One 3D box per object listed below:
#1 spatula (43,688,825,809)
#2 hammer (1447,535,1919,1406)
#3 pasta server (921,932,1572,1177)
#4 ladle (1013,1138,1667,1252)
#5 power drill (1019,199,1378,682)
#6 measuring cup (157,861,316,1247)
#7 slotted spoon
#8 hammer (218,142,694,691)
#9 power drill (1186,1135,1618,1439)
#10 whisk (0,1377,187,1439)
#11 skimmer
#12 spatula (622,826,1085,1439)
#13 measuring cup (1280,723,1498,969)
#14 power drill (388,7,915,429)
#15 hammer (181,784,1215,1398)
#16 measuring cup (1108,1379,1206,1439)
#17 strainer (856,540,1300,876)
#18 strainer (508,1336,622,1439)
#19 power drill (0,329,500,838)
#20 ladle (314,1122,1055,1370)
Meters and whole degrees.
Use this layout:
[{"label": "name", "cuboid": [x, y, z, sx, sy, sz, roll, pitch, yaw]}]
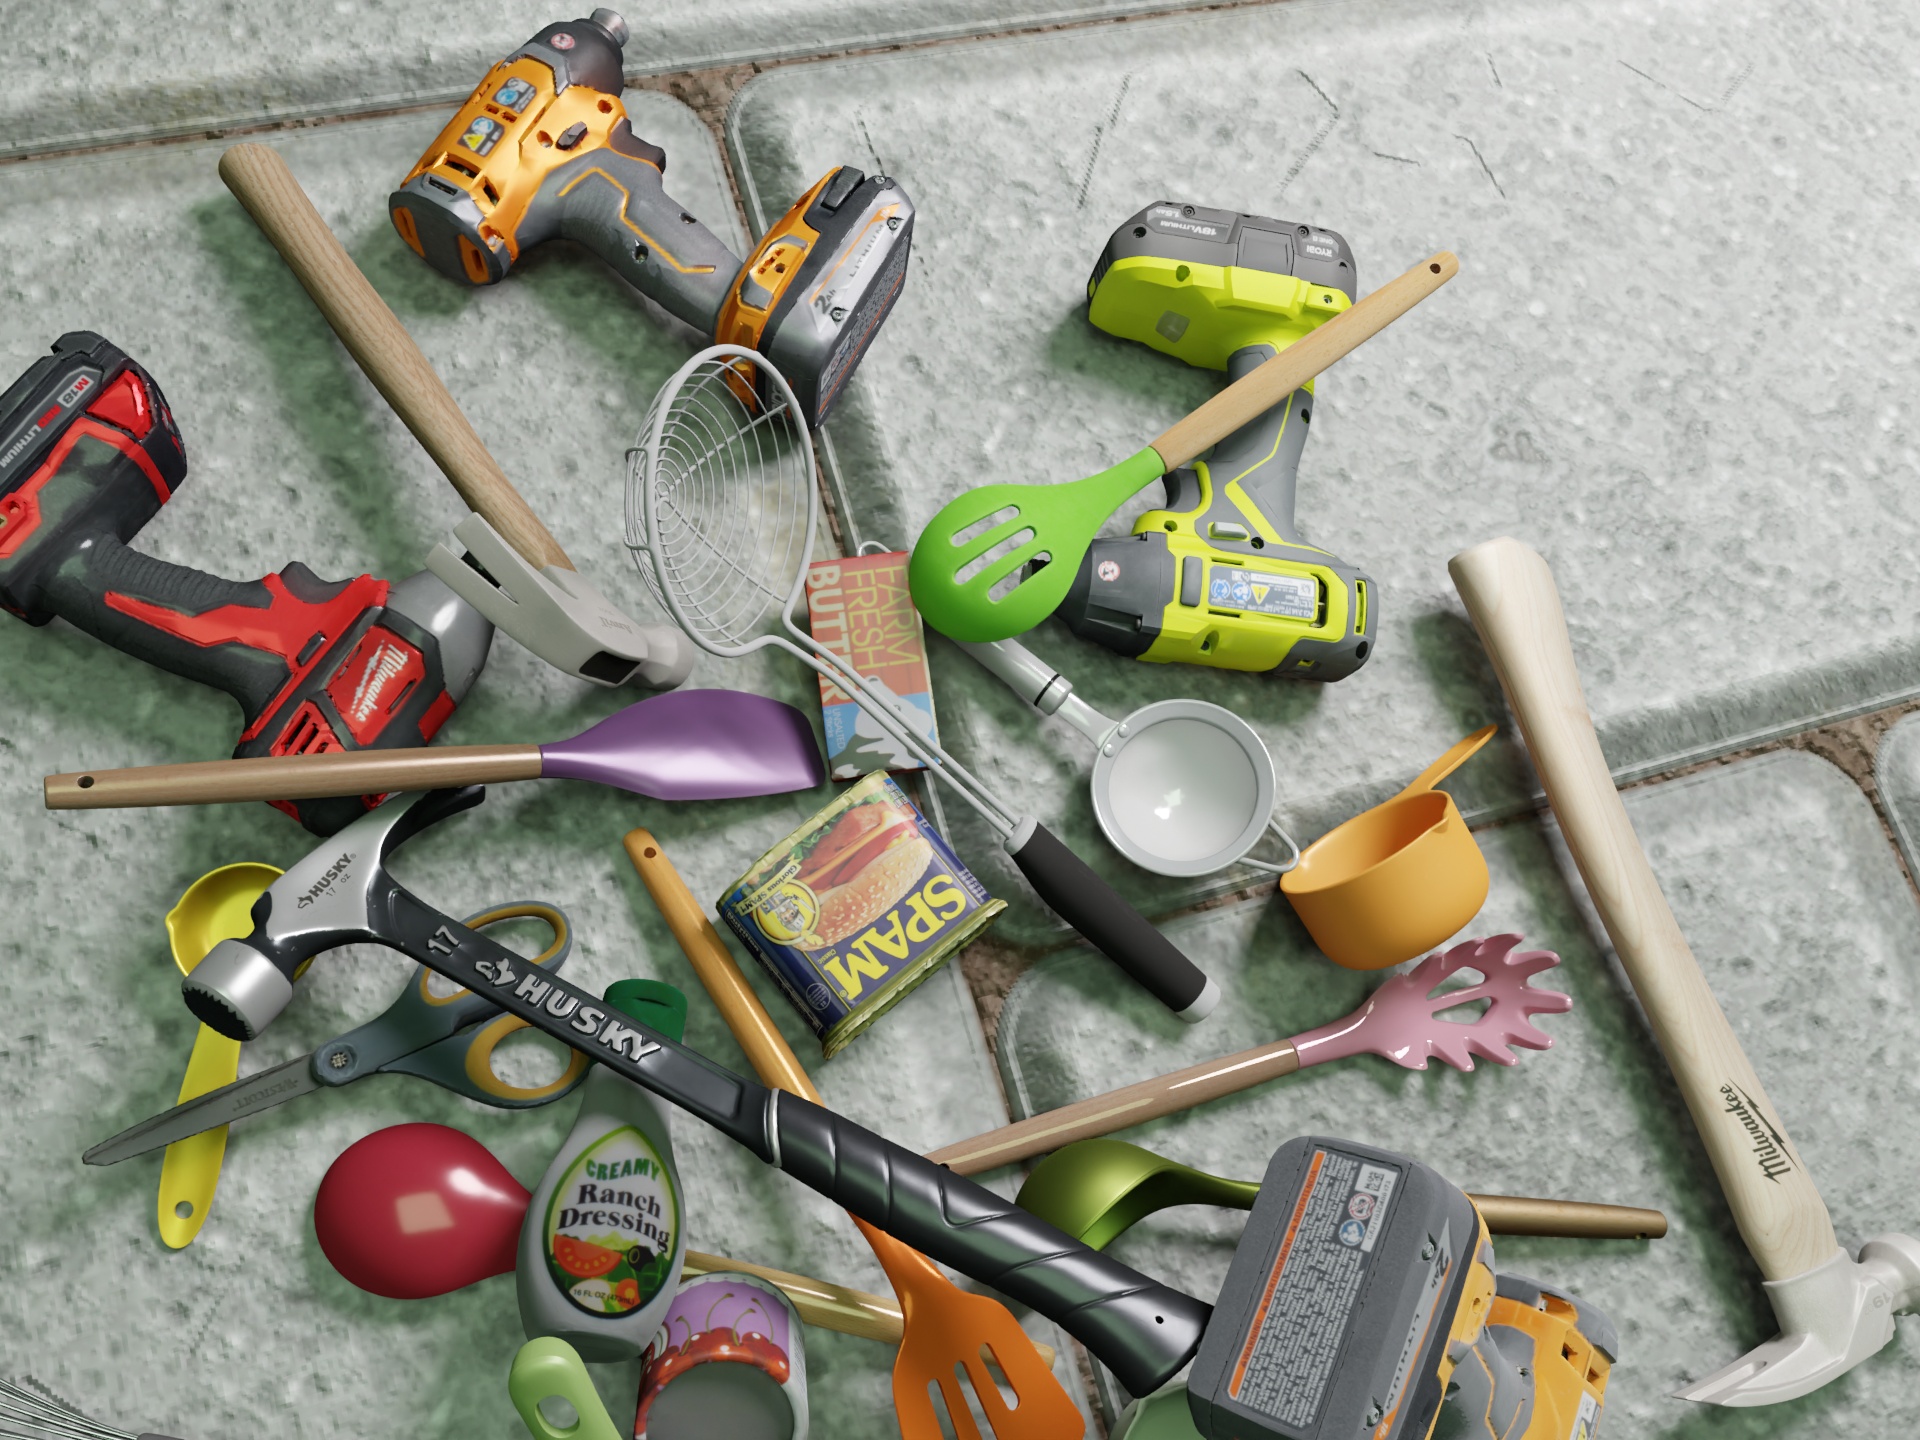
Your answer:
[{"label": "spatula", "cuboid": [-0.204, 0.017, 0.669, 0.315, 0.018, 0.060, -4, 58, -31]}, {"label": "hammer", "cuboid": [0.321, 0.106, 0.758, 0.146, 0.038, 0.411, -16, 78, -22]}, {"label": "pasta server", "cuboid": [0.129, 0.160, 0.722, 0.316, 0.040, 0.060, -14, 86, -13]}, {"label": "ladle", "cuboid": [0.175, 0.225, 0.701, 0.320, 0.078, 0.062, 7, 44, -13]}, {"label": "power drill", "cuboid": [0.121, -0.137, 0.797, 0.171, 0.080, 0.223, 7, 74, -8]}, {"label": "measuring cup", "cuboid": [-0.305, 0.137, 0.660, 0.062, 0.029, 0.156, 11, 83, -10]}, {"label": "slotted spoon", "cuboid": [0.111, -0.138, 0.746, 0.314, 0.031, 0.070, -34, 83, -10]}, {"label": "hammer", "cuboid": [-0.248, -0.146, 0.724, 0.031, 0.130, 0.331, -42, 74, 11]}, {"label": "power drill", "cuboid": [0.178, 0.285, 0.622, 0.226, 0.084, 0.185, 45, 62, -36]}, {"label": "whisk", "cuboid": [-0.335, 0.274, 0.592, 0.284, 0.070, 0.070, 16, 70, -10]}, {"label": "skimmer", "cuboid": [-0.001, -0.002, 0.686, 0.363, 0.090, 0.127, 43, 43, -9]}, {"label": "spatula", "cuboid": [-0.061, 0.181, 0.676, 0.081, 0.041, 0.323, -26, 70, -28]}, {"label": "measuring cup", "cuboid": [0.226, 0.058, 0.760, 0.173, 0.095, 0.052, -33, 95, -39]}, {"label": "power drill", "cuboid": [-0.140, -0.257, 0.784, 0.226, 0.084, 0.164, 26, 69, 3]}, {"label": "hammer", "cuboid": [-0.088, 0.148, 0.629, 0.409, 0.036, 0.149, 26, 49, 7]}, {"label": "measuring cup", "cuboid": [0.131, 0.292, 0.681, 0.167, 0.038, 0.083, -34, 81, -20]}, {"label": "strainer", "cuboid": [0.052, -0.008, 0.760, 0.258, 0.050, 0.087, 38, 78, 9]}, {"label": "strainer", "cuboid": [-0.098, 0.308, 0.577, 0.151, 0.069, 0.256, -22, 110, -2]}, {"label": "power drill", "cuboid": [-0.315, -0.062, 0.692, 0.219, 0.078, 0.143, 34, 70, -2]}, {"label": "ladle", "cuboid": [-0.111, 0.231, 0.661, 0.315, 0.031, 0.069, 16, 69, -7]}]
